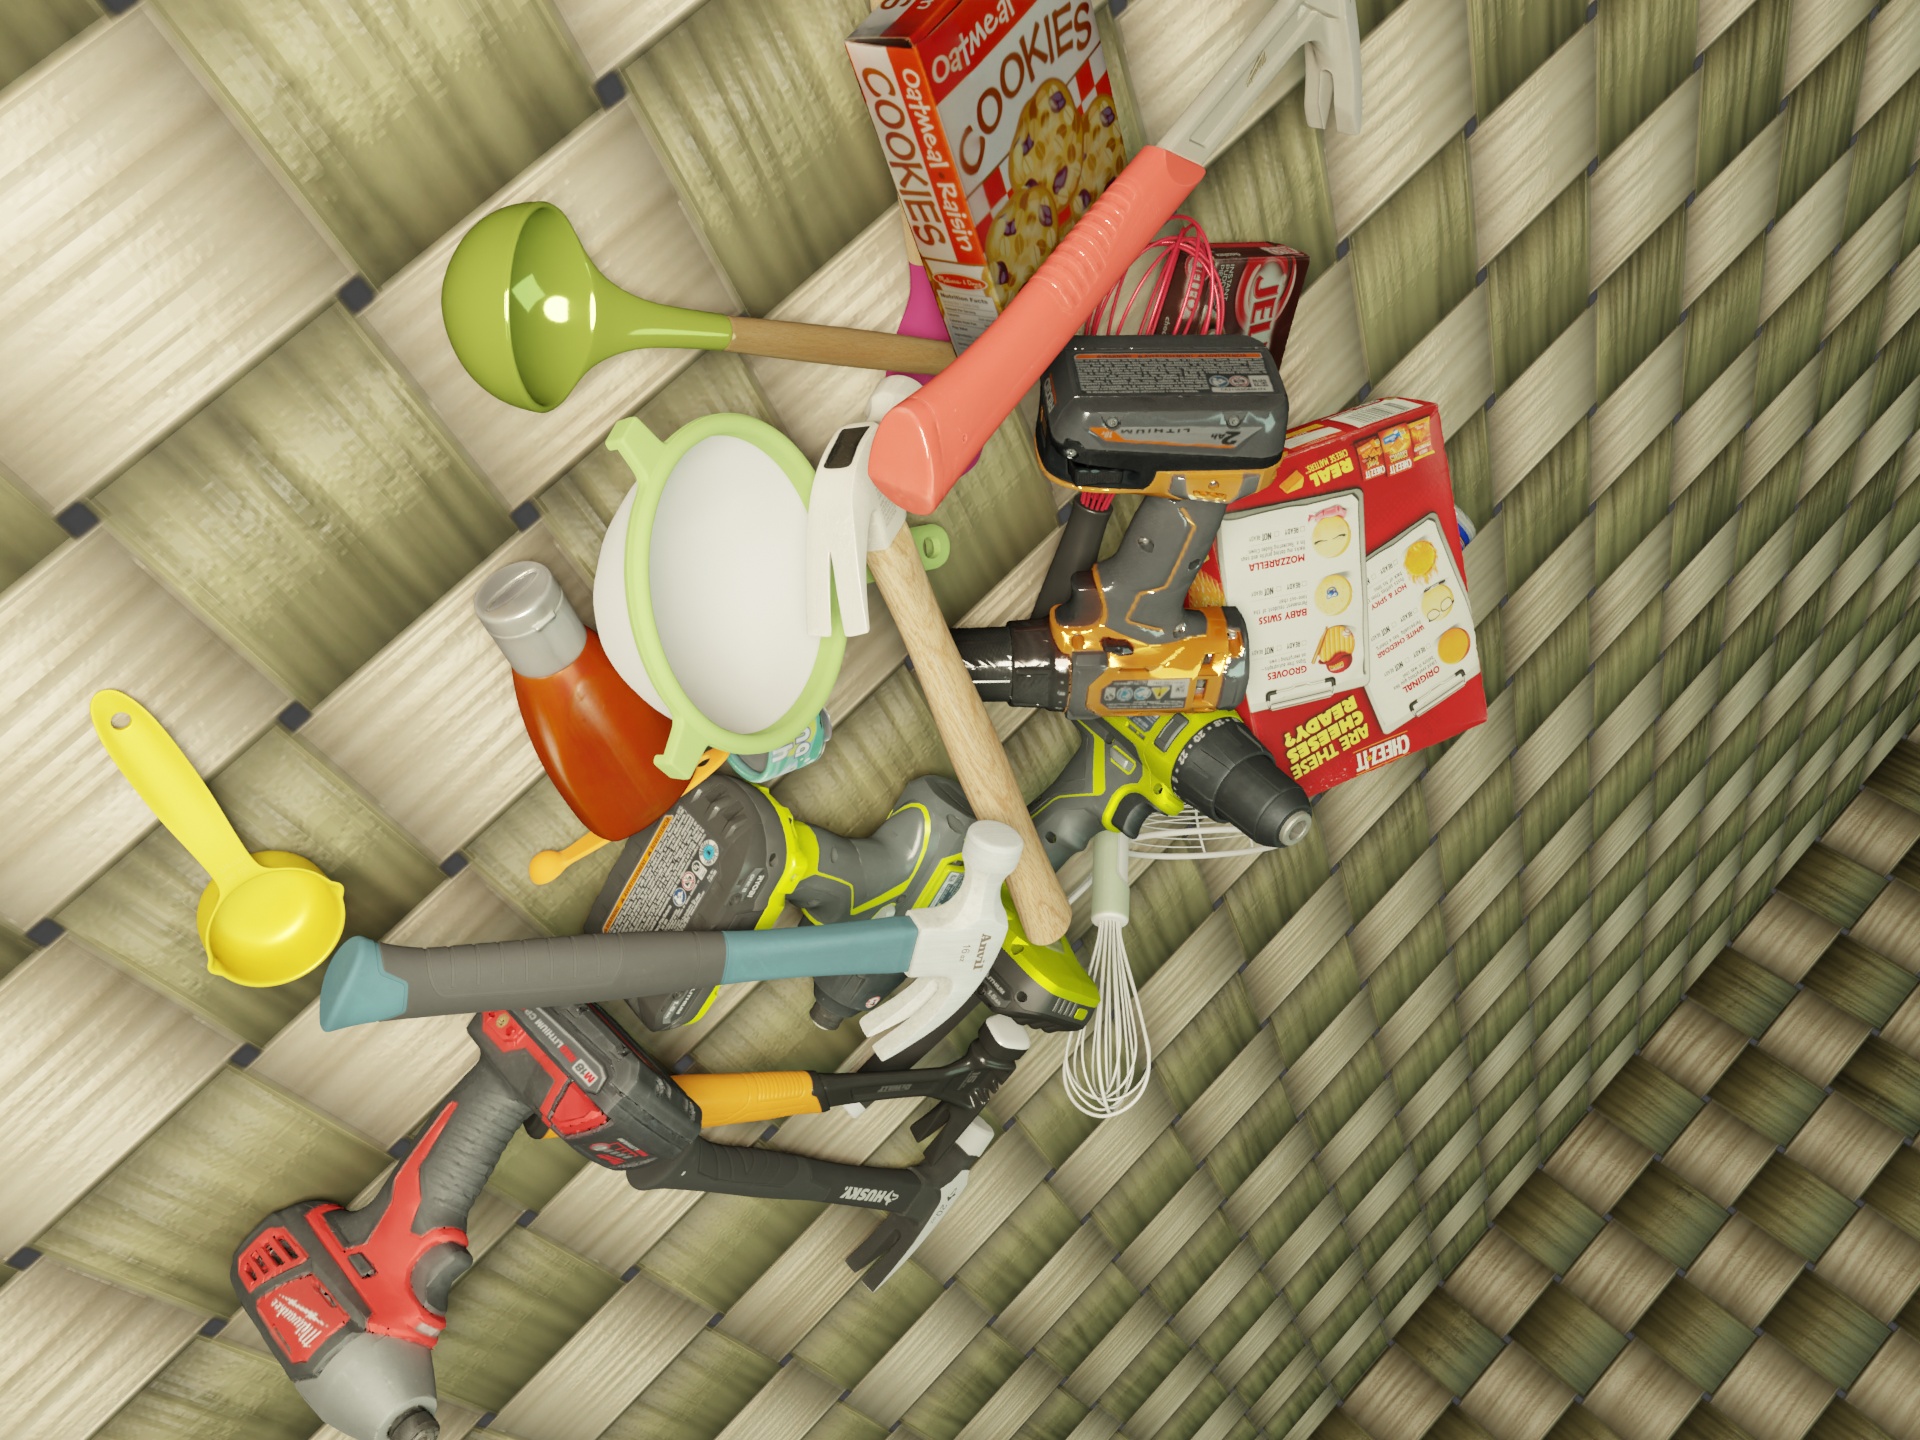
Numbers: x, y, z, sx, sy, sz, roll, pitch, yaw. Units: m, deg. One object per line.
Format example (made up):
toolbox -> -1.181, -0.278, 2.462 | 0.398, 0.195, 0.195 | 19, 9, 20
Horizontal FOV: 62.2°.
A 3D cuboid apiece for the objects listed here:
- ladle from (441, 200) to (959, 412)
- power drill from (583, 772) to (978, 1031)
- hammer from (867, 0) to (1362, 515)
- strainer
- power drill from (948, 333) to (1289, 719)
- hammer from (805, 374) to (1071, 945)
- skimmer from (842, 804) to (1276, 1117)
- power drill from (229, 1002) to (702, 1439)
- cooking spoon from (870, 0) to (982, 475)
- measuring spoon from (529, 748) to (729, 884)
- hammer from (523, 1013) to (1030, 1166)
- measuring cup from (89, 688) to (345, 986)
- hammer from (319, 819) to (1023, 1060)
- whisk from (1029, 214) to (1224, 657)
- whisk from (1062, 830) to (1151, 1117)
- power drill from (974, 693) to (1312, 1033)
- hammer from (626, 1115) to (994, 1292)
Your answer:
ladle -> -0.074, -0.166, 0.691 | 0.320, 0.062, 0.078 | -5, 105, -43
power drill -> -0.091, 0.108, 0.894 | 0.223, 0.080, 0.171 | 11, 115, -53
hammer -> 0.081, -0.226, 0.731 | 0.359, 0.037, 0.149 | -53, 147, -18
strainer -> -0.093, -0.070, 0.764 | 0.256, 0.069, 0.151 | -22, 107, -59
power drill -> 0.073, -0.090, 0.851 | 0.185, 0.084, 0.226 | -1, 135, -4
hammer -> -0.001, -0.003, 0.824 | 0.130, 0.031, 0.331 | -64, 142, -43
skimmer -> 0.075, 0.168, 1.109 | 0.363, 0.090, 0.127 | -41, 173, -13
power drill -> -0.242, 0.240, 0.782 | 0.220, 0.143, 0.078 | -47, 146, -12
cooking spoon -> -0.020, -0.237, 0.735 | 0.069, 0.017, 0.318 | -35, 141, -23
measuring spoon -> -0.165, 0.044, 0.791 | 0.117, 0.021, 0.011 | -34, 124, -7
hammer -> -0.111, 0.232, 0.971 | 0.336, 0.034, 0.127 | 8, 126, -41
measuring cup -> -0.310, 0.045, 0.654 | 0.062, 0.029, 0.156 | -36, 128, -21
hammer -> -0.129, 0.113, 0.761 | 0.331, 0.033, 0.128 | 0, 118, -28
whisk -> 0.081, -0.139, 0.894 | 0.073, 0.073, 0.295 | -15, 135, -40
whisk -> 0.098, 0.138, 1.037 | 0.057, 0.059, 0.247 | 47, 40, -49
power drill -> 0.089, 0.076, 0.970 | 0.228, 0.191, 0.080 | -53, 140, 8
hammer -> -0.105, 0.317, 1.082 | 0.146, 0.035, 0.334 | -56, 143, 3
